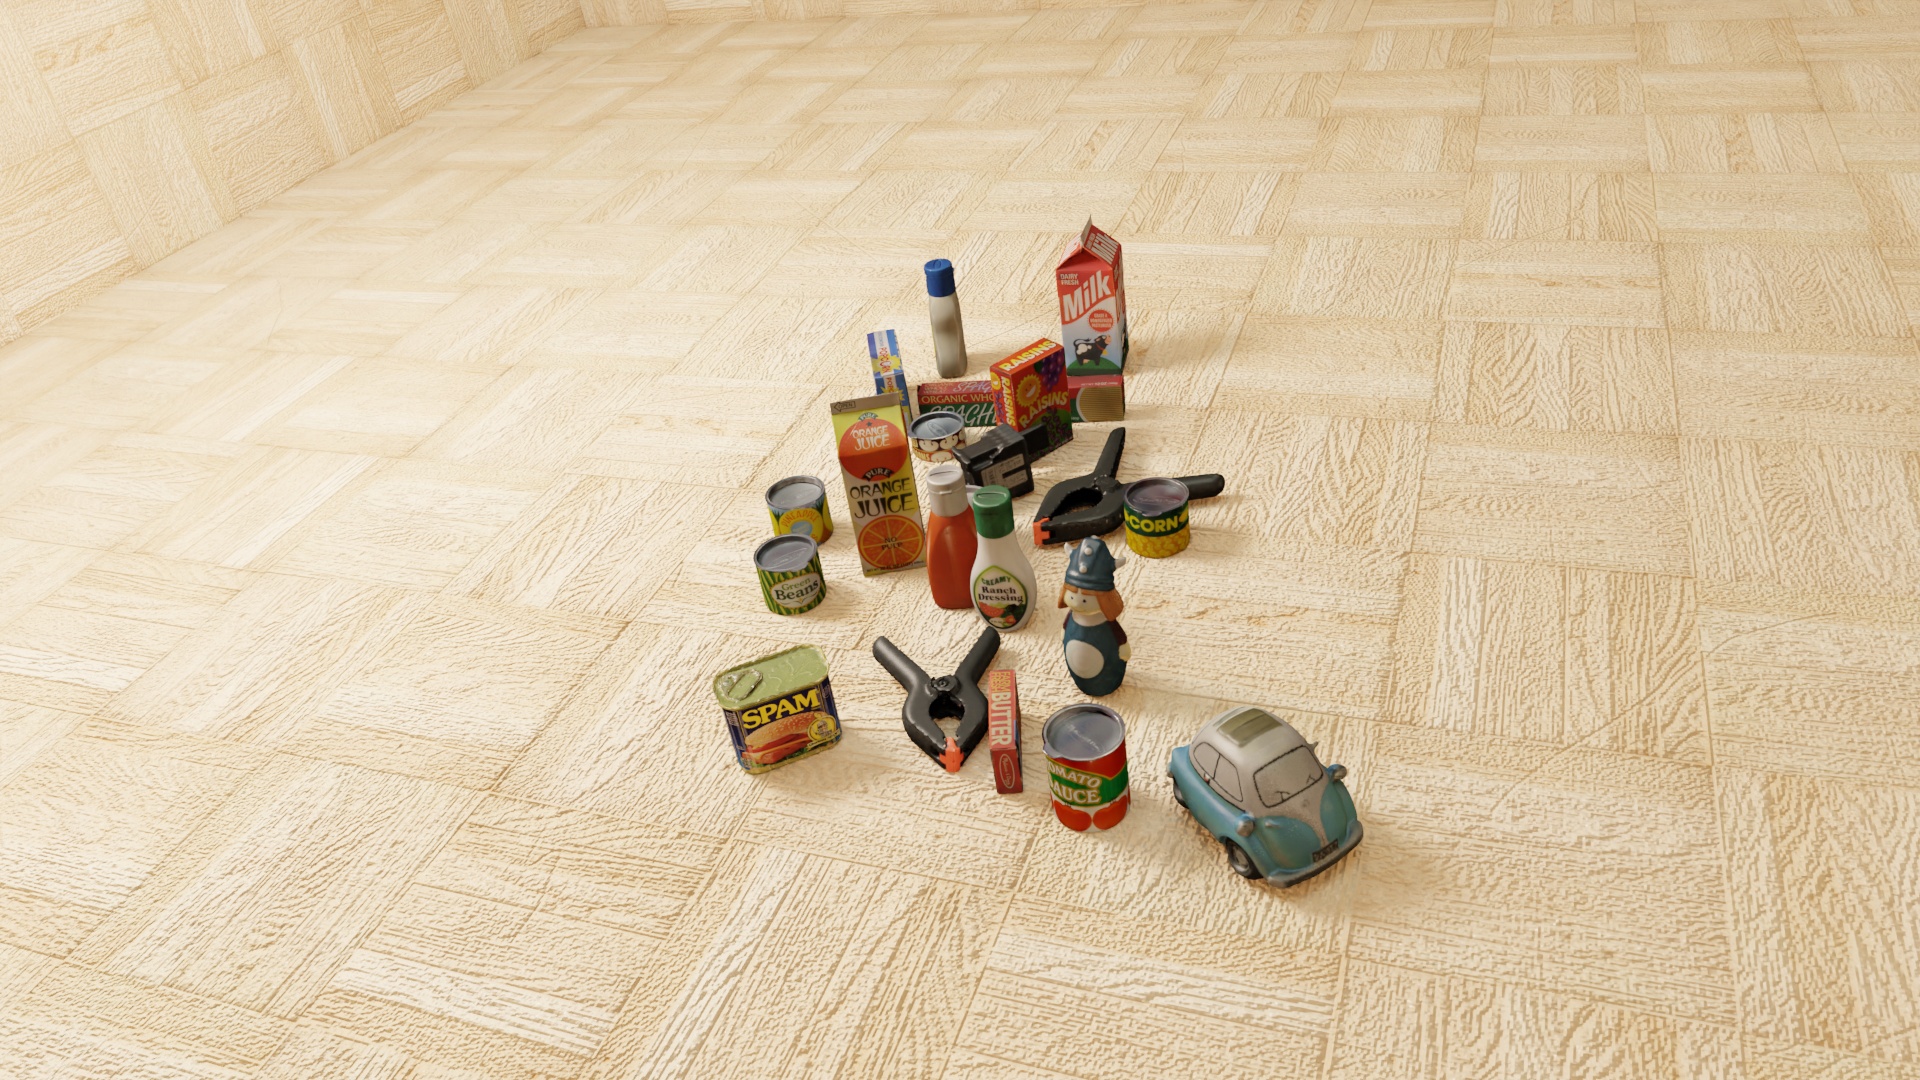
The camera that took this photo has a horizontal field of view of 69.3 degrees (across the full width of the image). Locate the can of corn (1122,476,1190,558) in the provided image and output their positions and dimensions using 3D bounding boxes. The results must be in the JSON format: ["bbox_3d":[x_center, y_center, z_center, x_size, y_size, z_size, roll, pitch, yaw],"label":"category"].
[{"bbox_3d":[0.201,-0.022,1.420,0.071,0.058,0.071,-6,34,4],"label":"can of corn"}]

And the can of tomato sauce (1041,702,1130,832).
[{"bbox_3d":[0.102,0.185,1.121,0.071,0.082,0.071,-6,34,4],"label":"can of tomato sauce"}]

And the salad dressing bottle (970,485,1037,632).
[{"bbox_3d":[0.037,0.018,1.321,0.064,0.147,0.044,2,36,15],"label":"salad dressing bottle"}]

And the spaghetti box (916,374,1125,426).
[{"bbox_3d":[0.071,-0.166,1.665,0.250,0.050,0.029,-1,35,11],"label":"spaghetti box"}]

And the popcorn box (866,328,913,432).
[{"bbox_3d":[-0.087,-0.195,1.711,0.038,0.084,0.127,-10,34,-2],"label":"popcorn box"}]

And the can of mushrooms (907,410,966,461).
[{"bbox_3d":[-0.028,-0.122,1.638,0.071,0.033,0.071,-6,34,4],"label":"can of mushrooms"}]

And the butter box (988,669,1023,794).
[{"bbox_3d":[0.039,0.163,1.194,0.024,0.052,0.104,-6,34,5],"label":"butter box"}]

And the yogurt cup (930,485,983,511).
[{"bbox_3d":[0.005,-0.018,1.463,0.072,0.053,0.073,-6,34,4],"label":"yogurt cup"}]

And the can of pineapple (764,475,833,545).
[{"bbox_3d":[-0.175,-0.029,1.515,0.071,0.057,0.071,-6,34,4],"label":"can of pineapple"}]

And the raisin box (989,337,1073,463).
[{"bbox_3d":[0.082,-0.157,1.585,0.086,0.122,0.040,-30,40,-28],"label":"raisin box"}]

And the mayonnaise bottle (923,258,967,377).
[{"bbox_3d":[-0.019,-0.285,1.770,0.041,0.147,0.065,-6,34,5],"label":"mayonnaise bottle"}]

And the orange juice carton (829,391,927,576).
[{"bbox_3d":[-0.083,-0.064,1.427,0.072,0.191,0.073,-10,34,-1],"label":"orange juice carton"}]

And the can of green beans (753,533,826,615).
[{"bbox_3d":[-0.174,0.035,1.423,0.071,0.057,0.071,-6,34,4],"label":"can of green beans"}]

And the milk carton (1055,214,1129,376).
[{"bbox_3d":[0.163,-0.302,1.716,0.073,0.189,0.073,2,36,16],"label":"milk carton"}]

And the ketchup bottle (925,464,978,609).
[{"bbox_3d":[-0.005,-0.003,1.359,0.065,0.148,0.044,-7,34,3],"label":"ketchup bottle"}]
